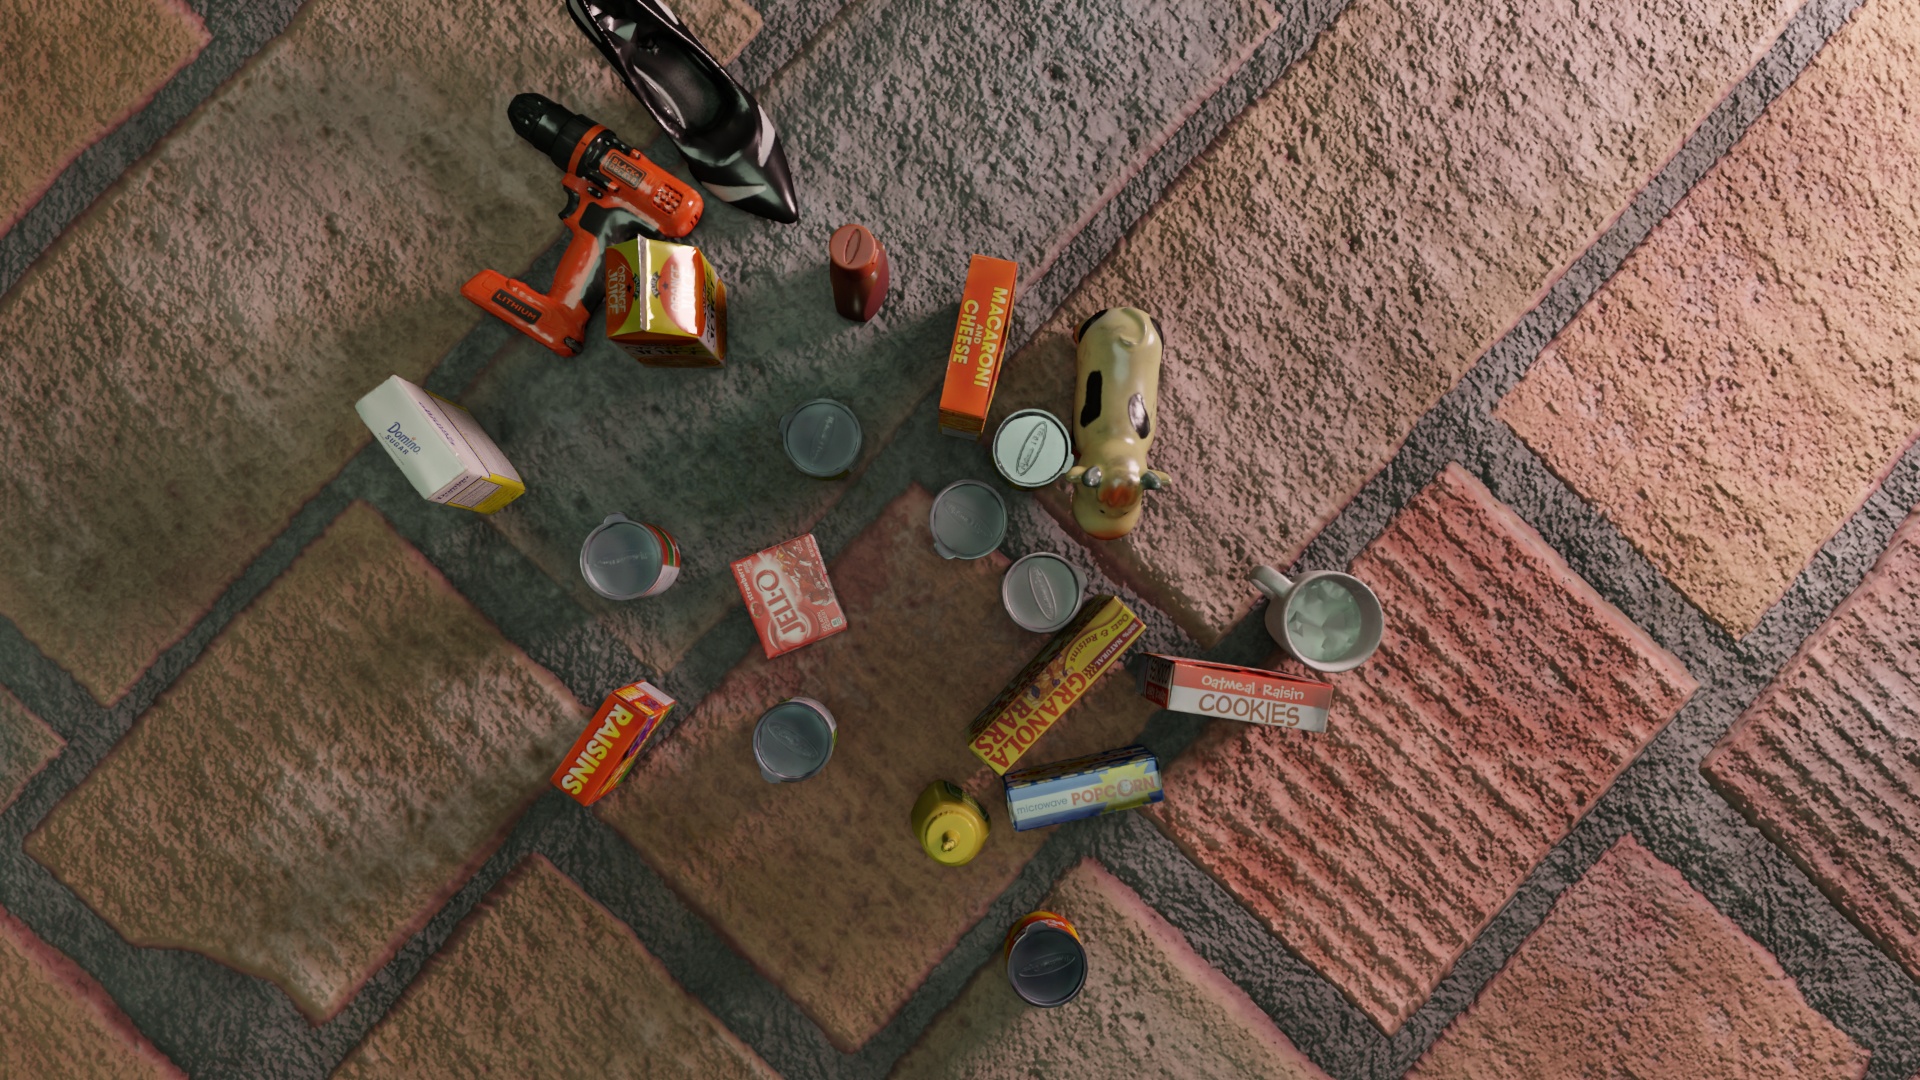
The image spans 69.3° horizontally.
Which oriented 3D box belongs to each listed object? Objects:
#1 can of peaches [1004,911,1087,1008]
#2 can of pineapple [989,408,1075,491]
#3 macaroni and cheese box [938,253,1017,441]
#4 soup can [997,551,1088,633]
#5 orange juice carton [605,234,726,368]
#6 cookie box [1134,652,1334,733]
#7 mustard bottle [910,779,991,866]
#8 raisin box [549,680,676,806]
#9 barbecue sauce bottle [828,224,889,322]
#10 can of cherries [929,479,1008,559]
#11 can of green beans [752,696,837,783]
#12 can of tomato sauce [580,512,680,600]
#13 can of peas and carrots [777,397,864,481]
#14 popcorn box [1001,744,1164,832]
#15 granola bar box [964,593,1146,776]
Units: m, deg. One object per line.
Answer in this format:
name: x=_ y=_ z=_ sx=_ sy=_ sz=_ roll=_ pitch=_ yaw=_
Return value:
can of peaches: x=0.070 y=0.346 z=1.160 sx=0.071 sy=0.058 sz=0.071 roll=0 pitch=88 yaw=-1
can of pineapple: x=0.060 y=-0.074 z=1.178 sx=0.071 sy=0.058 sz=0.071 roll=0 pitch=88 yaw=-1
macaroni and cheese box: x=0.013 y=-0.152 z=1.126 sx=0.040 sy=0.166 sz=0.123 roll=12 pitch=88 yaw=-1
soup can: x=0.068 y=0.042 z=1.160 sx=0.071 sy=0.084 sz=0.071 roll=0 pitch=88 yaw=-1
orange juice carton: x=-0.236 y=-0.187 z=1.108 sx=0.073 sy=0.192 sz=0.072 roll=0 pitch=88 yaw=-1
cookie box: x=0.215 y=0.119 z=1.118 sx=0.123 sy=0.167 sz=0.040 roll=8 pitch=88 yaw=-1
mustard bottle: x=-0.007 y=0.231 z=1.112 sx=0.065 sy=0.160 sz=0.049 roll=37 pitch=88 yaw=0
raisin box: x=-0.279 y=0.163 z=1.127 sx=0.040 sy=0.123 sz=0.086 roll=35 pitch=88 yaw=0
barbecue sauce bottle: x=-0.084 y=-0.222 z=1.136 sx=0.044 sy=0.148 sz=0.065 roll=17 pitch=88 yaw=-1
can of cherries: x=0.004 y=-0.015 z=1.174 sx=0.071 sy=0.058 sz=0.071 roll=0 pitch=88 yaw=-1
can of green beans: x=-0.138 y=0.166 z=1.163 sx=0.071 sy=0.058 sz=0.071 roll=0 pitch=88 yaw=-1
can of tomato sauce: x=-0.273 y=0.014 z=1.154 sx=0.071 sy=0.083 sz=0.071 roll=0 pitch=88 yaw=-1
can of peas and carrots: x=-0.117 y=-0.085 z=1.174 sx=0.071 sy=0.058 sz=0.071 roll=0 pitch=88 yaw=-1
popcorn box: x=0.099 y=0.204 z=1.153 sx=0.127 sy=0.085 sz=0.038 roll=-12 pitch=88 yaw=-2
granola bar box: x=0.075 y=0.116 z=1.137 sx=0.039 sy=0.124 sz=0.165 roll=45 pitch=88 yaw=0
